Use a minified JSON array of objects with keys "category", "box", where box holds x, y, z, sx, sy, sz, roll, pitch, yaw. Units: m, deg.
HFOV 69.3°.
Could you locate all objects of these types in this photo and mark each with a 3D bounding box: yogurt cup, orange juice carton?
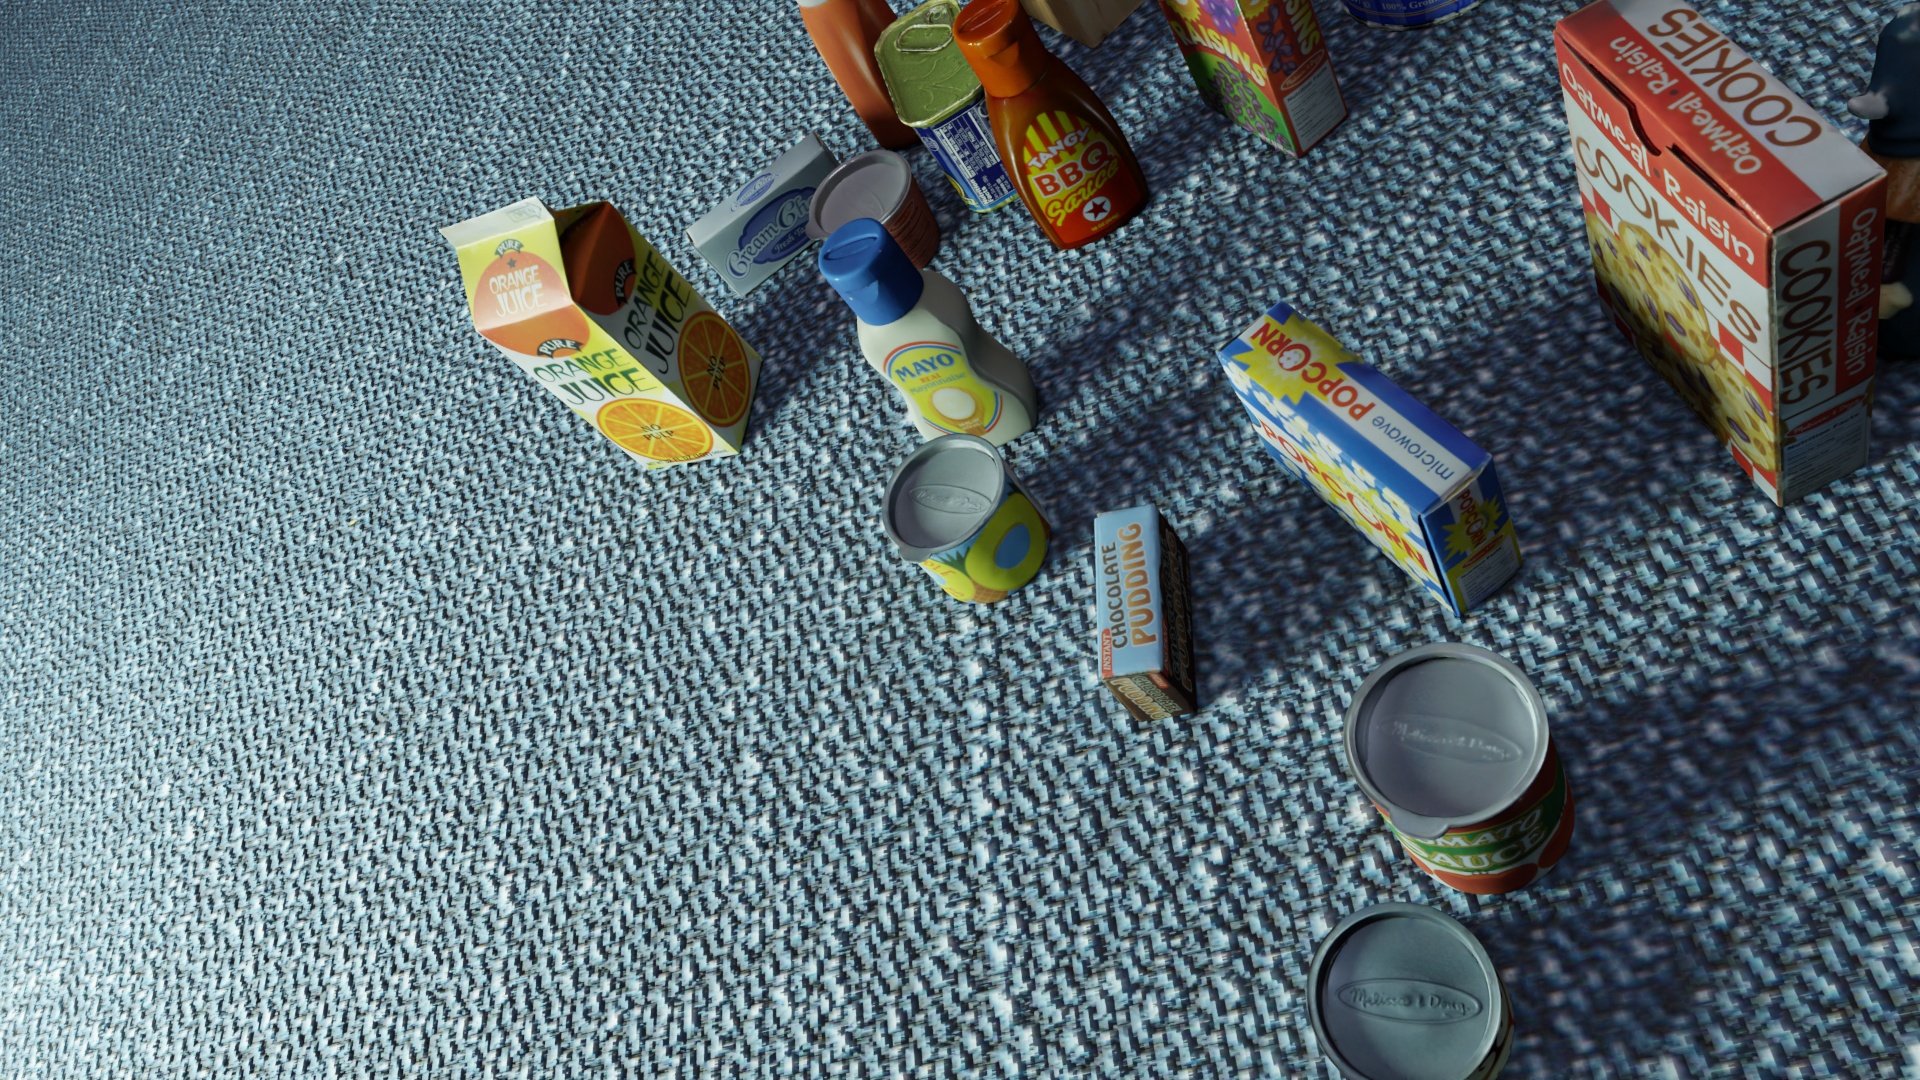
[{"category":"yogurt cup","box":[-0.048,-0.189,0.826,0.072,0.053,0.073,-15,55,22]},{"category":"orange juice carton","box":[-0.199,-0.122,0.781,0.072,0.192,0.073,-8,58,27]}]

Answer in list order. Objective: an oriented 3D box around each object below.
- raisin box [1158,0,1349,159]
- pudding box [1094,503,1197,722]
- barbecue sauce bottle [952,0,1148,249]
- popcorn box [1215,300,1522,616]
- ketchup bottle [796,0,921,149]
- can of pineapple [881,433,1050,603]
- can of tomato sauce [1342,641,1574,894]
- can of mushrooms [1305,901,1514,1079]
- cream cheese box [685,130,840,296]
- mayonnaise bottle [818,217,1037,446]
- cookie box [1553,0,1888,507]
[{"category":"raisin box","box":[0.145,-0.265,0.714,0.040,0.123,0.086,-41,49,2]},{"category":"pudding box","box":[0.081,0.031,0.611,0.030,0.049,0.084,-13,55,24]},{"category":"barbecue sauce bottle","box":[0.045,-0.220,0.728,0.065,0.148,0.044,-29,51,12]},{"category":"popcorn box","box":[0.170,-0.035,0.578,0.038,0.085,0.127,-41,49,2]},{"category":"ketchup bottle","box":[-0.064,-0.312,0.851,0.043,0.148,0.065,-3,60,29]},{"category":"can of pineapple","box":[0.002,-0.009,0.678,0.071,0.057,0.071,-15,55,22]},{"category":"can of tomato sauce","box":[0.180,0.085,0.496,0.071,0.083,0.071,-15,55,22]},{"category":"can of mushrooms","box":[0.158,0.167,0.490,0.071,0.033,0.071,-15,55,22]},{"category":"cream cheese box","box":[-0.116,-0.205,0.876,0.104,0.053,0.024,-36,49,6]},{"category":"mayonnaise bottle","box":[-0.017,-0.098,0.687,0.064,0.147,0.041,-16,55,22]},{"category":"cookie box","box":[0.274,-0.104,0.506,0.040,0.167,0.123,-30,50,12]}]
